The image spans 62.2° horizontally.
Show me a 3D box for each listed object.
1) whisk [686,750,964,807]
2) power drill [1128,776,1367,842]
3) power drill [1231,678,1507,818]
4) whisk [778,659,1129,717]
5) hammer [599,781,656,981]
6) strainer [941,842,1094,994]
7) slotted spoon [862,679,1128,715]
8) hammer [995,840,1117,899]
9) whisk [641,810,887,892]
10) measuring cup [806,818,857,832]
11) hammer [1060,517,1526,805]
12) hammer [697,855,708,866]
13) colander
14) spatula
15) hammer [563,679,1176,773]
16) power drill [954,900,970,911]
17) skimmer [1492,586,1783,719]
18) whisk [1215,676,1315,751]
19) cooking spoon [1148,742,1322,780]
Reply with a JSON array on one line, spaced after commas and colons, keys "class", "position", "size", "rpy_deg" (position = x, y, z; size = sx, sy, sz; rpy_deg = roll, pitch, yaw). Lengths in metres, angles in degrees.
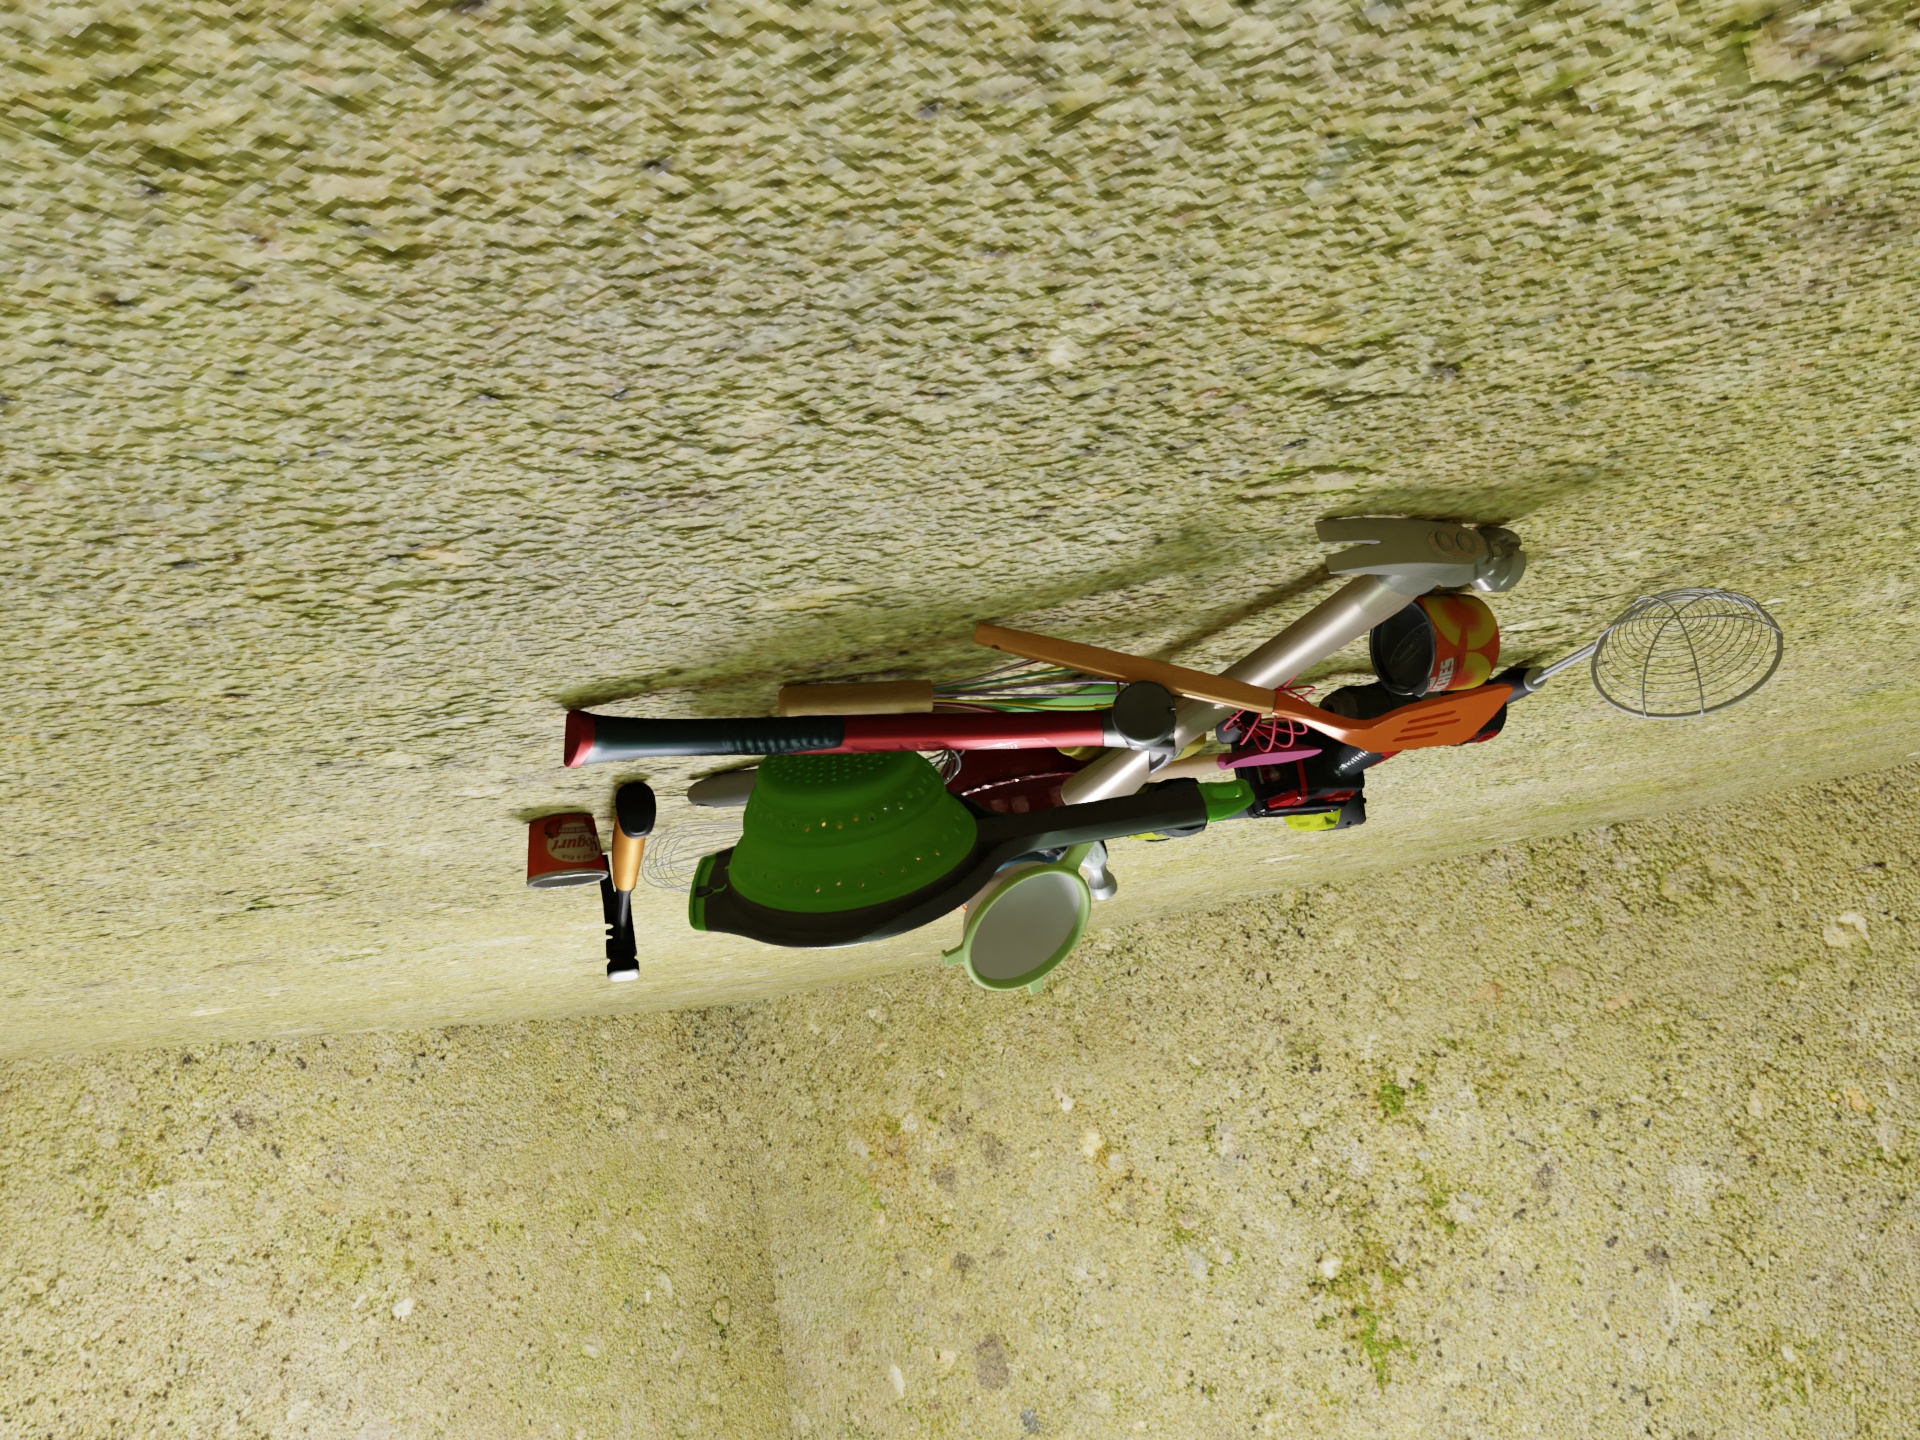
[{"class": "whisk", "position": [-0.109, 0.043, 1.246], "size": [0.239, 0.055, 0.055], "rpy_deg": [-9, 168, 20]}, {"class": "power drill", "position": [0.276, 0.082, 1.599], "size": [0.223, 0.080, 0.171], "rpy_deg": [-6, 174, -12]}, {"class": "power drill", "position": [0.332, 0.018, 1.379], "size": [0.187, 0.080, 0.226], "rpy_deg": [-1, 162, -32]}, {"class": "whisk", "position": [0.002, -0.019, 1.060], "size": [0.245, 0.047, 0.051], "rpy_deg": [-3, 155, -8]}, {"class": "hammer", "position": [-0.293, 0.124, 1.393], "size": [0.034, 0.127, 0.336], "rpy_deg": [-4, 157, -16]}, {"class": "strainer", "position": [0.082, 0.150, 1.599], "size": [0.151, 0.256, 0.069], "rpy_deg": [26, -169, -43]}, {"class": "slotted spoon", "position": [-0.002, -0.004, 1.151], "size": [0.313, 0.031, 0.070], "rpy_deg": [-7, 163, -2]}, {"class": "hammer", "position": [-0.010, 0.167, 1.658], "size": [0.331, 0.128, 0.033], "rpy_deg": [-15, -150, 7]}, {"class": "whisk", "position": [-0.154, 0.104, 1.457], "size": [0.284, 0.070, 0.070], "rpy_deg": [-14, 167, 0]}, {"class": "measuring cup", "position": [-0.124, 0.074, 1.353], "size": [0.095, 0.052, 0.173], "rpy_deg": [-6, 165, -16]}, {"class": "hammer", "position": [0.175, -0.022, 1.057], "size": [0.146, 0.038, 0.410], "rpy_deg": [0, 157, -30]}, {"class": "hammer", "position": [-0.116, 0.138, 1.604], "size": [0.331, 0.031, 0.129], "rpy_deg": [-8, 136, 22]}, {"class": "colander", "position": [0.002, 0.051, 1.093], "size": [0.397, 0.094, 0.205], "rpy_deg": [-9, -157, 0]}, {"class": "spatula", "position": [0.168, -0.024, 0.969], "size": [0.322, 0.041, 0.081], "rpy_deg": [13, 154, 1]}, {"class": "hammer", "position": [-0.059, 0.011, 1.008], "size": [0.386, 0.038, 0.143], "rpy_deg": [-1, 169, 7]}, {"class": "power drill", "position": [-0.083, 0.170, 1.746], "size": [0.226, 0.084, 0.164], "rpy_deg": [-7, 166, 6]}, {"class": "skimmer", "position": [0.508, -0.025, 1.273], "size": [0.127, 0.090, 0.363], "rpy_deg": [-42, 176, -11]}, {"class": "whisk", "position": [0.230, -0.003, 1.260], "size": [0.073, 0.073, 0.295], "rpy_deg": [-10, 174, 2]}, {"class": "cooking spoon", "position": [0.220, 0.037, 1.400], "size": [0.068, 0.017, 0.319], "rpy_deg": [-4, 175, -18]}]
